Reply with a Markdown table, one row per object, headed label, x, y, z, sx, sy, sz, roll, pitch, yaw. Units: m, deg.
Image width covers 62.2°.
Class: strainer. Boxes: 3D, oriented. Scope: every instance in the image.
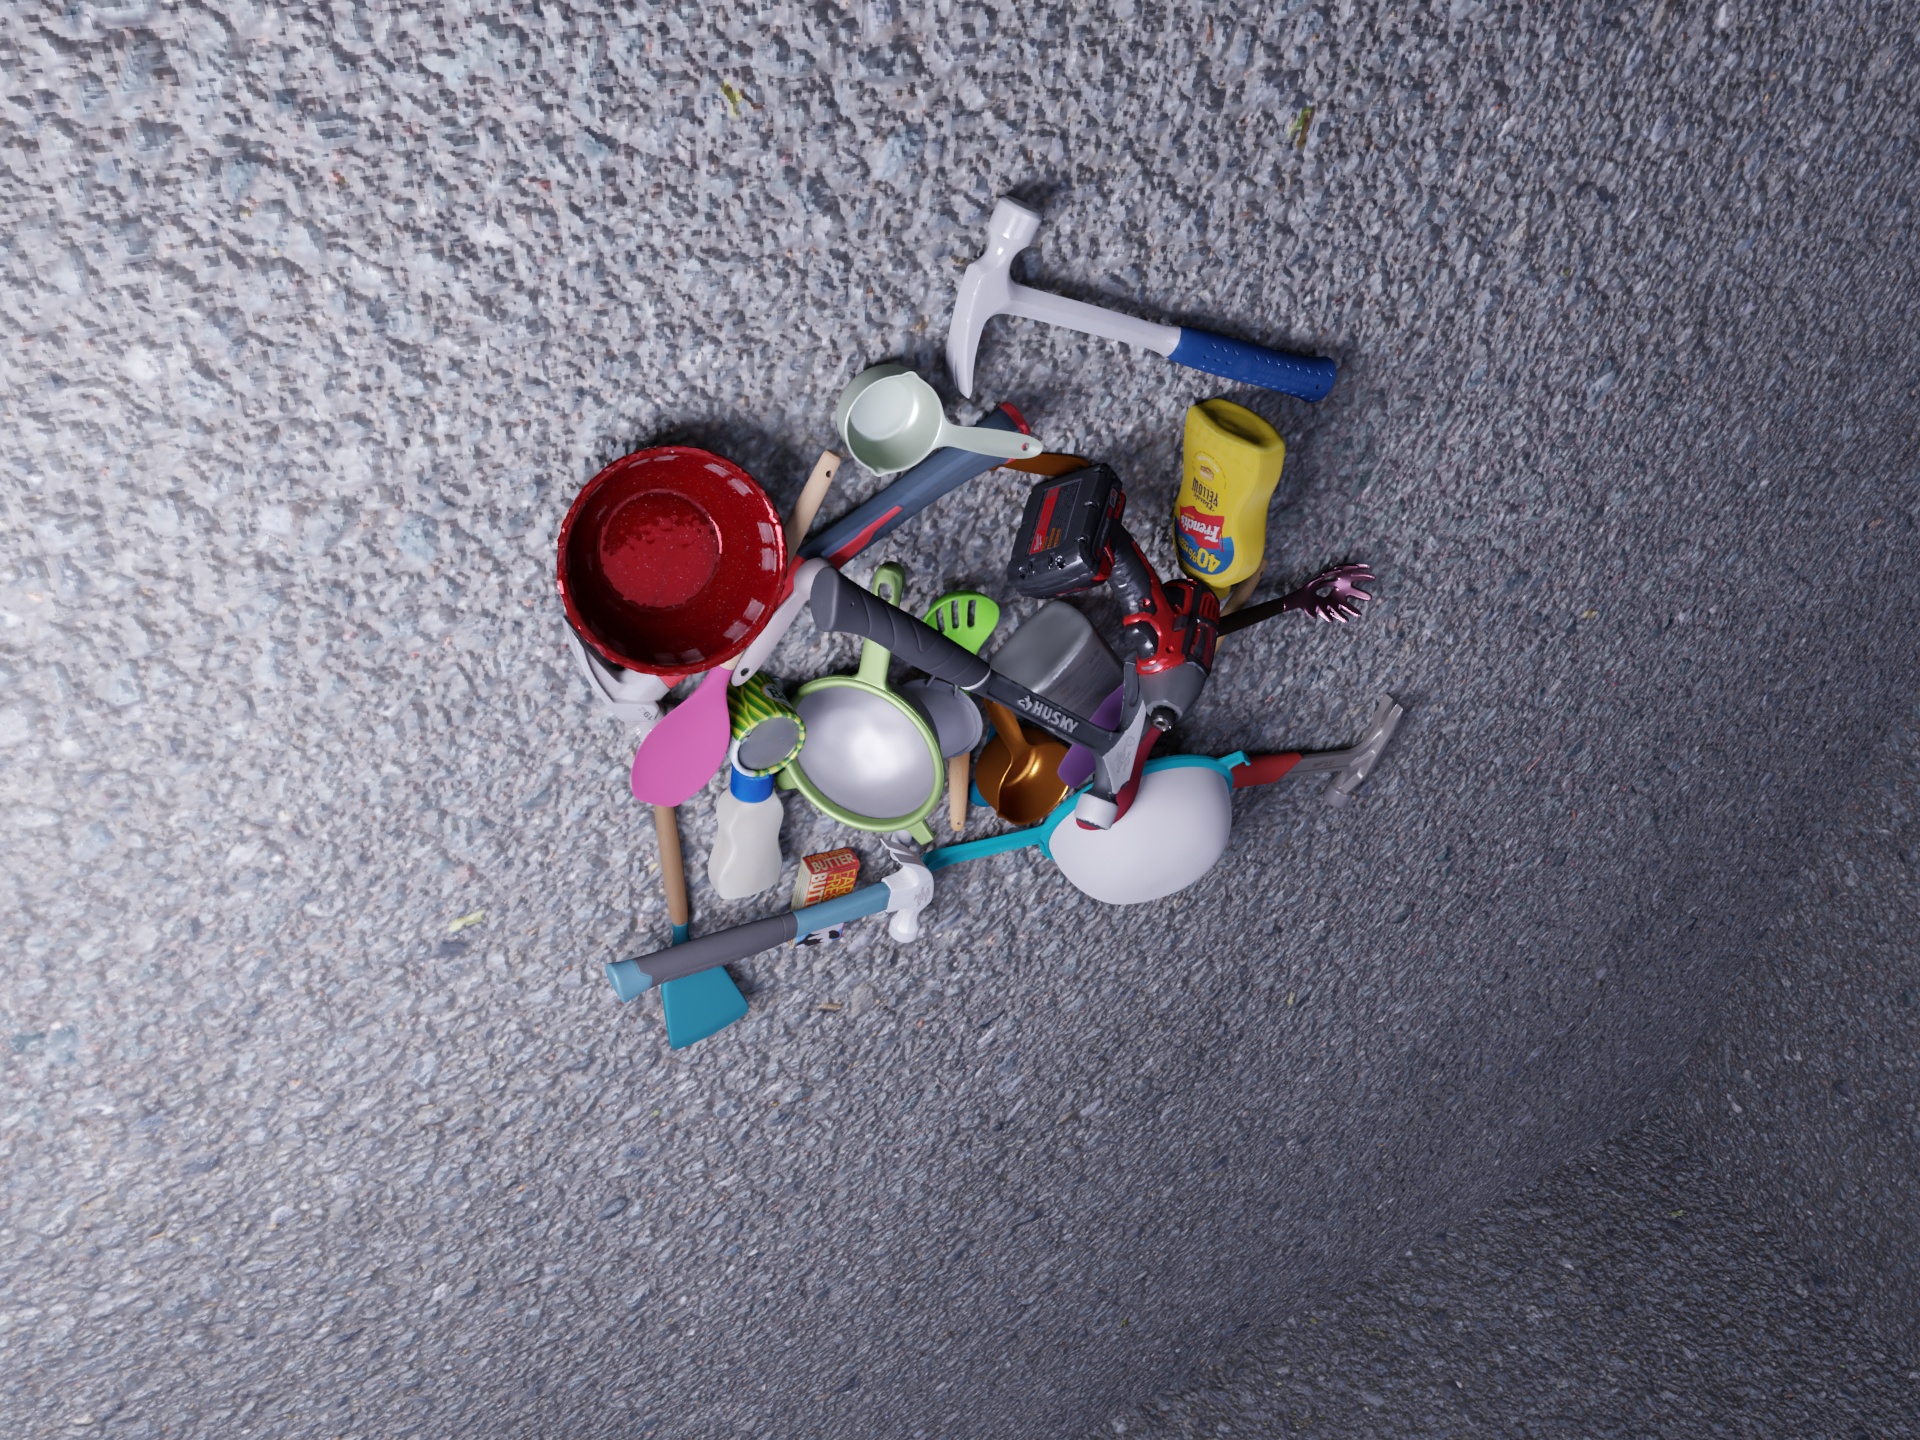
| label | x | y | z | sx | sy | sz | roll | pitch | yaw |
| --- | --- | --- | --- | --- | --- | --- | --- | --- | --- |
| strainer | -0.065 | -0.027 | 1.311 | 0.069 | 0.151 | 0.256 | -53 | 159 | -53 |
| strainer | -0.037 | 0.050 | 1.434 | 0.258 | 0.087 | 0.050 | 105 | 5 | -47 |
| strainer | 0.133 | 0.138 | 1.591 | 0.340 | 0.095 | 0.210 | -11 | 151 | -20 |

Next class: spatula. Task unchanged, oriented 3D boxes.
| label | x | y | z | sx | sy | sz | roll | pitch | yaw |
| --- | --- | --- | --- | --- | --- | --- | --- | --- | --- |
| spatula | 0.185 | -0.070 | 1.460 | 0.316 | 0.018 | 0.059 | -55 | 144 | -7 |
| spatula | -0.241 | 0.163 | 1.392 | 0.082 | 0.044 | 0.317 | -24 | 138 | -26 |

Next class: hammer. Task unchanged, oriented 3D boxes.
| label | x | y | z | sx | sy | sz | roll | pitch | yaw |
| --- | --- | --- | --- | --- | --- | --- | --- | --- | --- |
| hammer | -0.164 | 0.190 | 1.436 | 0.331 | 0.033 | 0.128 | -14 | 136 | -34 |
| hammer | 0.336 | 0.047 | 1.745 | 0.359 | 0.037 | 0.149 | -4 | 130 | -36 |
| hammer | 0.157 | -0.300 | 1.269 | 0.405 | 0.035 | 0.144 | 2 | 125 | -40 |
| hammer | 0.027 | -0.034 | 1.286 | 0.408 | 0.036 | 0.149 | 27 | 82 | -46 |
| hammer | -0.115 | -0.132 | 1.212 | 0.386 | 0.038 | 0.143 | -36 | 140 | -4 |

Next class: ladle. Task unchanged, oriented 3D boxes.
| label | x | y | z | sx | sy | sz | roll | pitch | yaw |
| --- | --- | --- | --- | --- | --- | --- | --- | --- | --- |
| ladle | 0.208 | -0.025 | 1.517 | 0.315 | 0.031 | 0.069 | -57 | 148 | -7 |

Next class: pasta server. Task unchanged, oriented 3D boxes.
| label | x | y | z | sx | sy | sz | roll | pitch | yaw |
| --- | --- | --- | --- | --- | --- | --- | --- | --- | --- |
| pasta server | 0.296 | -0.102 | 1.525 | 0.316 | 0.040 | 0.060 | -19 | 124 | -41 |

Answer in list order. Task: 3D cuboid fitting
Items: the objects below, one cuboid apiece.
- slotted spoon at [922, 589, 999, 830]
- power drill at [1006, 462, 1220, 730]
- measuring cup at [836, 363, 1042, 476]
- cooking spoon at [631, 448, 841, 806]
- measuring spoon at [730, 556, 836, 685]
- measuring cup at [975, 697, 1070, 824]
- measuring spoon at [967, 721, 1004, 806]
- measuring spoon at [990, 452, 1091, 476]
| label | x | y | z | sx | sy | sz | roll | pitch | yaw |
| --- | --- | --- | --- | --- | --- | --- | --- | --- | --- |
| slotted spoon | -0.002 | -0.005 | 1.434 | 0.070 | 0.031 | 0.313 | -11 | 137 | -11 |
| power drill | 0.139 | -0.098 | 1.330 | 0.078 | 0.143 | 0.219 | -13 | 138 | 39 |
| measuring cup | -0.015 | -0.221 | 1.188 | 0.167 | 0.038 | 0.083 | 4 | 120 | -30 |
| cooking spoon | -0.166 | -0.063 | 1.193 | 0.068 | 0.017 | 0.318 | 16 | 115 | -33 |
| measuring spoon | -0.134 | -0.071 | 1.209 | 0.034 | 0.018 | 0.124 | 25 | 110 | -46 |
| measuring cup | 0.042 | 0.020 | 1.457 | 0.095 | 0.052 | 0.173 | -39 | 133 | -11 |
| measuring spoon | 0.035 | 0.035 | 1.505 | 0.042 | 0.021 | 0.128 | -14 | 135 | -28 |
| measuring spoon | 0.065 | -0.208 | 1.302 | 0.116 | 0.011 | 0.021 | -2 | 128 | -38 |
